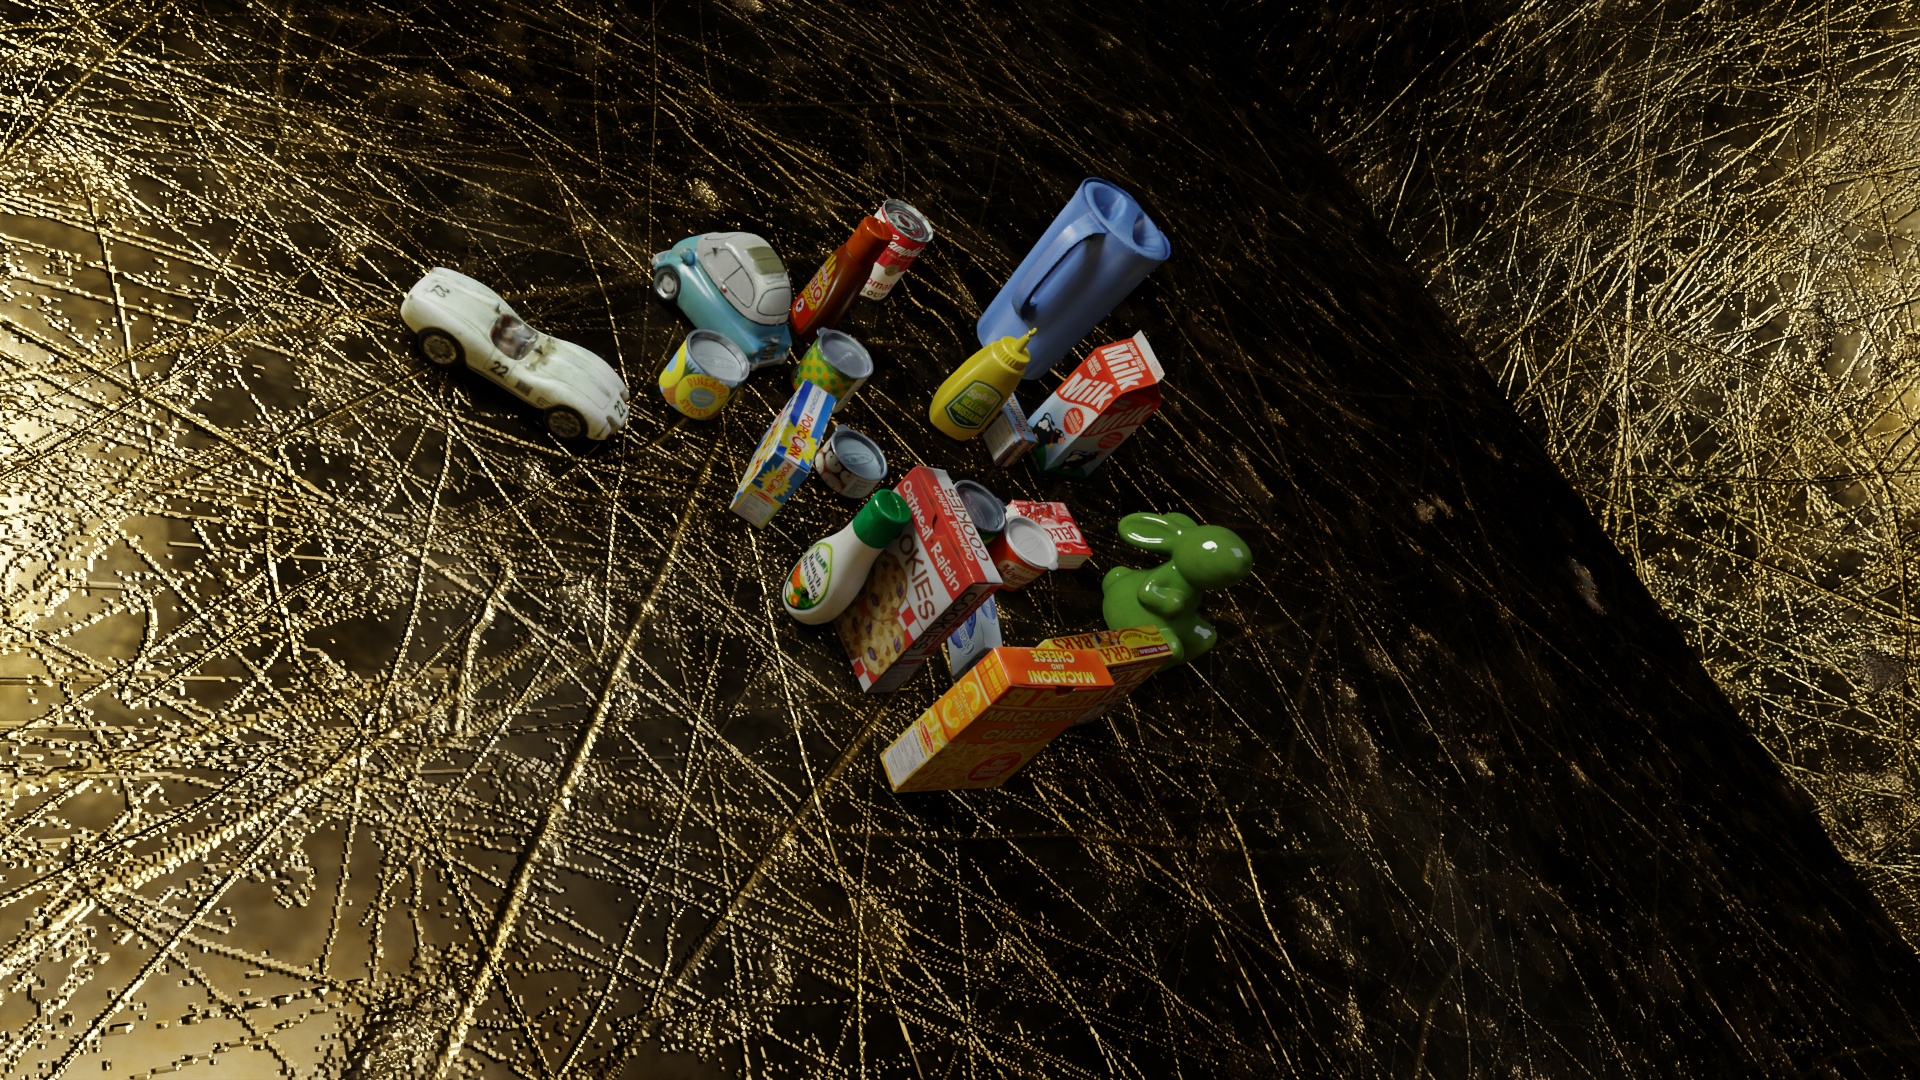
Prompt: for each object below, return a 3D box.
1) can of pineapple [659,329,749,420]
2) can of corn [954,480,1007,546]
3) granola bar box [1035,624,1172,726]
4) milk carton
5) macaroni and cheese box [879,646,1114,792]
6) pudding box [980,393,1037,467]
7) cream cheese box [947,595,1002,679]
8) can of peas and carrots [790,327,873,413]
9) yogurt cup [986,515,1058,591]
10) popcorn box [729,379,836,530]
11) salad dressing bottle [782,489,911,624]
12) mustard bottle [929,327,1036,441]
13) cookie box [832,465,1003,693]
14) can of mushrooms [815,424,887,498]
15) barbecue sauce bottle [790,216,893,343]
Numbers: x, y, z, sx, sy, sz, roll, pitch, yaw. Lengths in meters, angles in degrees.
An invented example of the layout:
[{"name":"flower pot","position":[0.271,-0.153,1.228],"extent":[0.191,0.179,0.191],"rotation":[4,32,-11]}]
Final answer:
[{"name":"can of pineapple","position":[-0.241,-0.154,1.303],"extent":[0.071,0.057,0.071],"rotation":[27,37,-23]},{"name":"can of corn","position":[0.005,-0.018,1.410],"extent":[0.071,0.058,0.071],"rotation":[27,37,-23]},{"name":"granola bar box","position":[0.103,0.133,1.290],"extent":[0.166,0.123,0.039],"rotation":[-3,56,-48]},{"name":"milk carton","position":[0.159,-0.154,1.597],"extent":[0.073,0.189,0.072],"rotation":[8,48,-41]},{"name":"macaroni and cheese box","position":[0.031,0.151,1.158],"extent":[0.124,0.165,0.040],"rotation":[6,49,-43]},{"name":"pudding box","position":[0.049,-0.131,1.584],"extent":[0.030,0.049,0.084],"rotation":[6,49,-43]},{"name":"cream cheese box","position":[0.010,0.078,1.316],"extent":[0.024,0.053,0.104],"rotation":[22,40,-30]},{"name":"can of peas and carrots","position":[-0.135,-0.176,1.435],"extent":[0.071,0.058,0.071],"rotation":[27,37,-23]},{"name":"yogurt cup","position":[0.058,0.016,1.433],"extent":[0.072,0.053,0.073],"rotation":[27,37,-23]},{"name":"popcorn box","position":[-0.162,-0.081,1.281],"extent":[0.038,0.085,0.127],"rotation":[33,35,-16]},{"name":"salad dressing bottle","position":[-0.097,0.014,1.190],"extent":[0.044,0.147,0.064],"rotation":[12,45,-38]},{"name":"mustard bottle","position":[0.031,-0.177,1.516],"extent":[0.065,0.159,0.049],"rotation":[29,37,-21]},{"name":"cookie box","position":[-0.049,0.035,1.200],"extent":[0.040,0.166,0.123],"rotation":[2,52,-45]},{"name":"can of mushrooms","position":[-0.109,-0.078,1.379],"extent":[0.071,0.033,0.071],"rotation":[27,37,-23]},{"name":"barbecue sauce bottle","position":[-0.126,-0.279,1.475],"extent":[0.043,0.148,0.065],"rotation":[19,41,-33]}]
